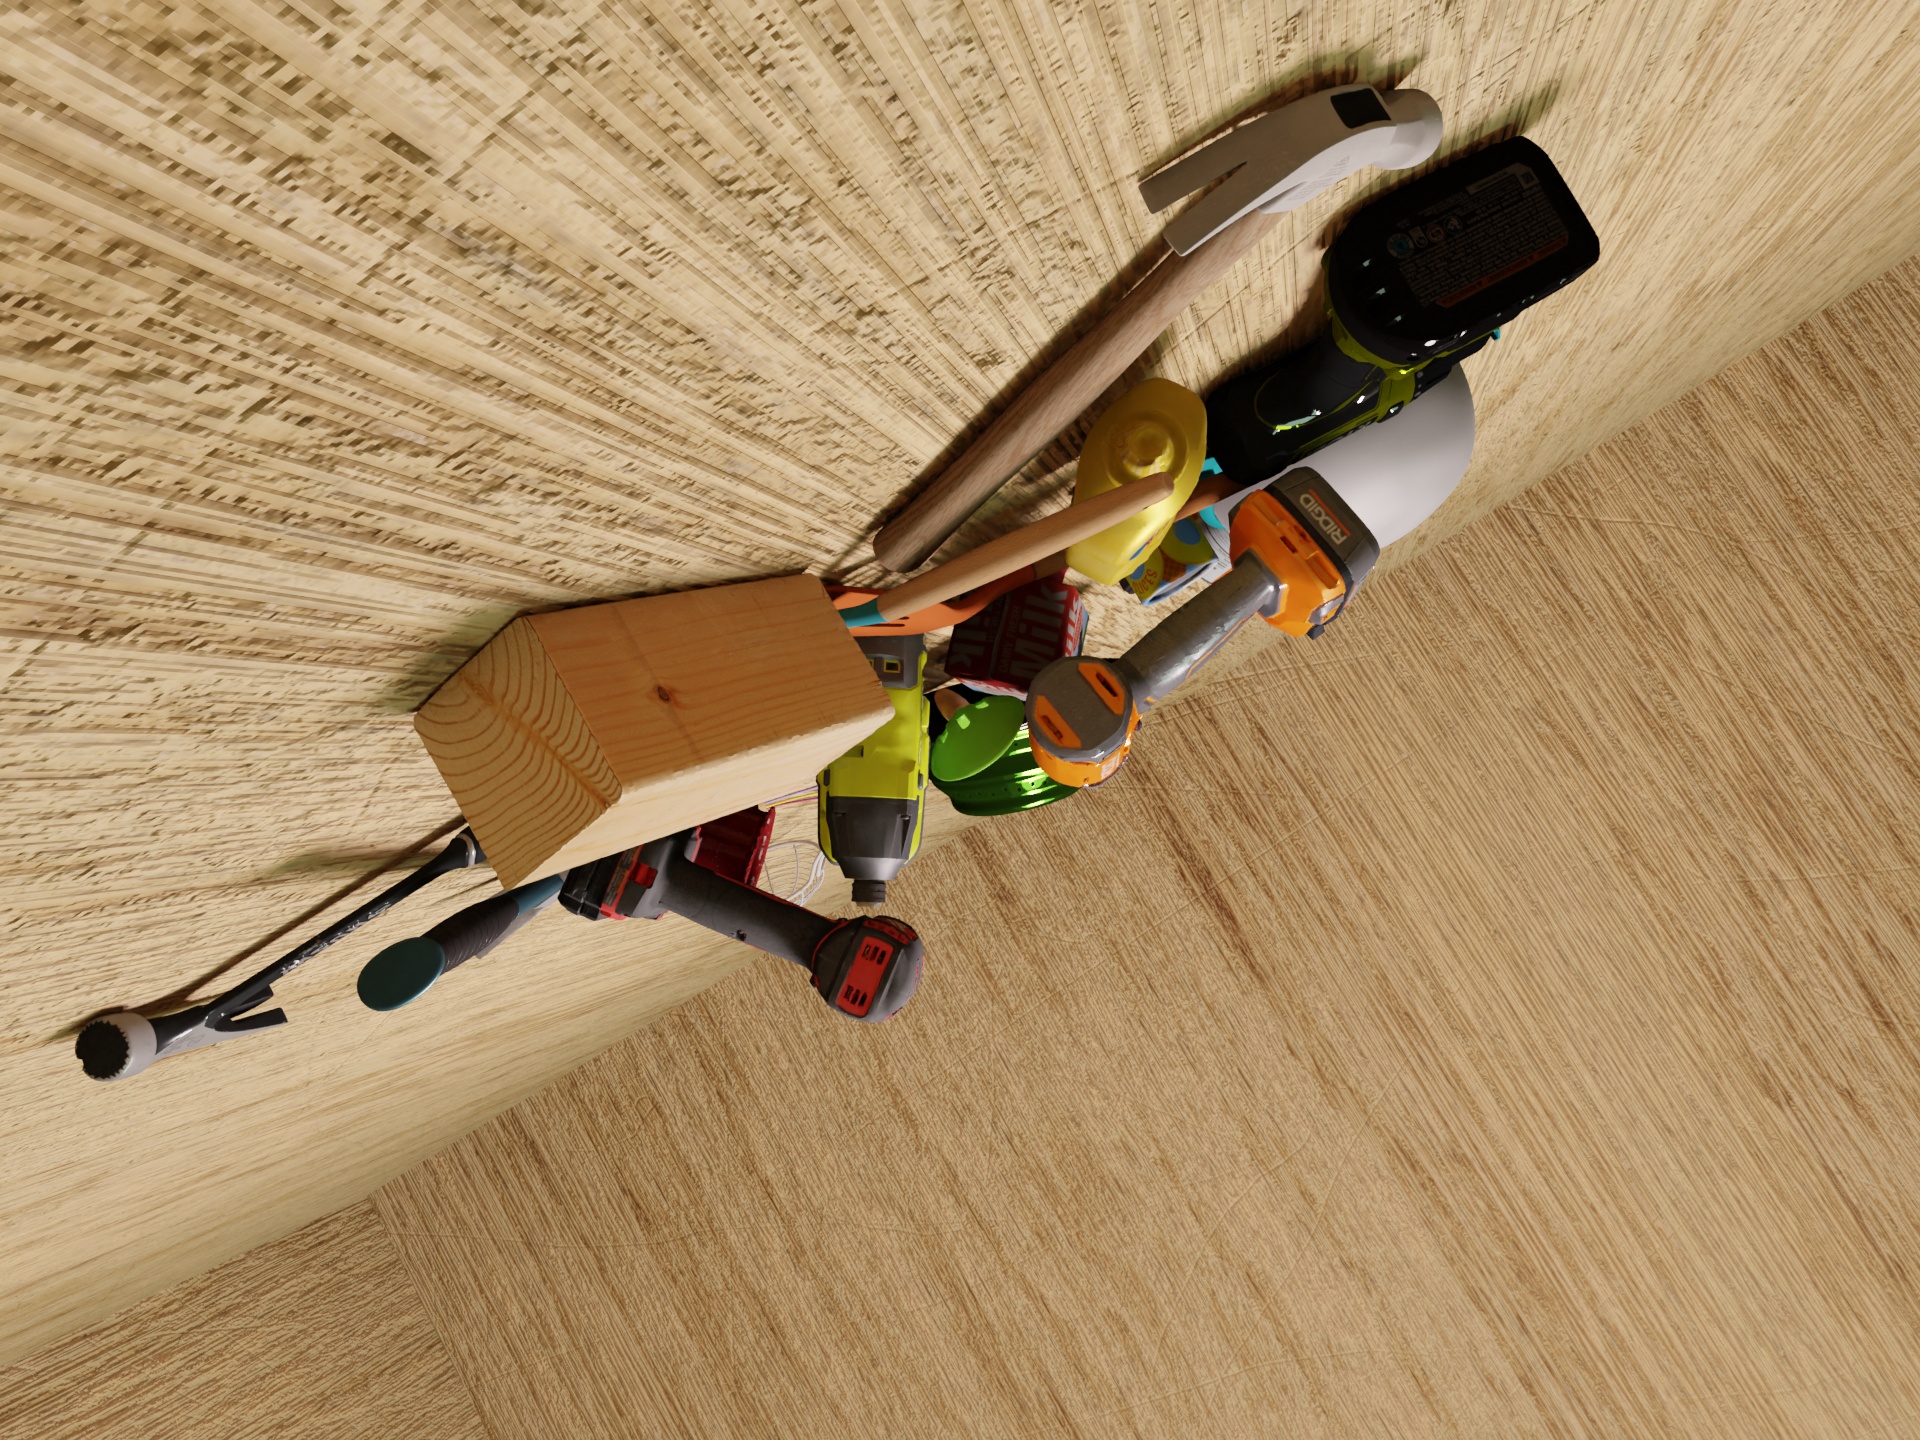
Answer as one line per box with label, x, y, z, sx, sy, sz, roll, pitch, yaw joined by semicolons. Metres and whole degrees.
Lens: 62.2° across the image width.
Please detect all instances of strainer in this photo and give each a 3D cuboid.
strainer;0.225;-0.152;1.057;0.340;0.095;0.211;-19;158;-33

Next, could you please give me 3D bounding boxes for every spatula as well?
spatula;0.057;-0.106;0.937;0.322;0.041;0.081;-25;172;-19
spatula;-0.015;-0.057;0.822;0.317;0.044;0.082;-20;-177;41

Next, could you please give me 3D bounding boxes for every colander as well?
colander;-0.029;0.041;1.251;0.397;0.094;0.204;-17;-170;-29

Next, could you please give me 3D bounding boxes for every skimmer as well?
skimmer;-0.149;0.094;1.557;0.127;0.090;0.363;-46;174;-41

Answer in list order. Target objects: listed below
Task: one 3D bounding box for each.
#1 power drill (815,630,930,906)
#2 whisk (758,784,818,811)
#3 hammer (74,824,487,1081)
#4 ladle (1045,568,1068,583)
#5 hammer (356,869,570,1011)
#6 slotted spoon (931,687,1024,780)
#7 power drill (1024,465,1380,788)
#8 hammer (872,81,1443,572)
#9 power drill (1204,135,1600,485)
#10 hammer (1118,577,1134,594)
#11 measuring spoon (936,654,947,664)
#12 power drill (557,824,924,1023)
power drill;-0.057;0.034;1.036;0.080;0.171;0.223;3;174;-3
whisk;-0.146;0.063;1.330;0.245;0.047;0.051;-23;171;-27
hammer;-0.298;0.085;0.918;0.409;0.036;0.149;-31;174;5
ladle;0.068;-0.098;1.168;0.069;0.031;0.315;-22;174;-2
hammer;-0.283;0.119;0.964;0.128;0.033;0.331;-35;-177;2
slotted spoon;-0.002;-0.003;1.087;0.070;0.031;0.314;-41;-173;0
power drill;0.136;-0.043;0.971;0.226;0.084;0.164;-38;168;-5
hammer;0.057;-0.158;0.707;0.130;0.031;0.331;-24;170;-44
power drill;0.247;-0.220;0.874;0.190;0.080;0.228;-28;175;-10
hammer;0.266;-0.184;1.331;0.337;0.034;0.127;-27;172;-26
measuring spoon;0.037;-0.060;1.233;0.124;0.018;0.034;-20;174;22
power drill;-0.126;0.121;0.996;0.143;0.219;0.078;50;64;-85
